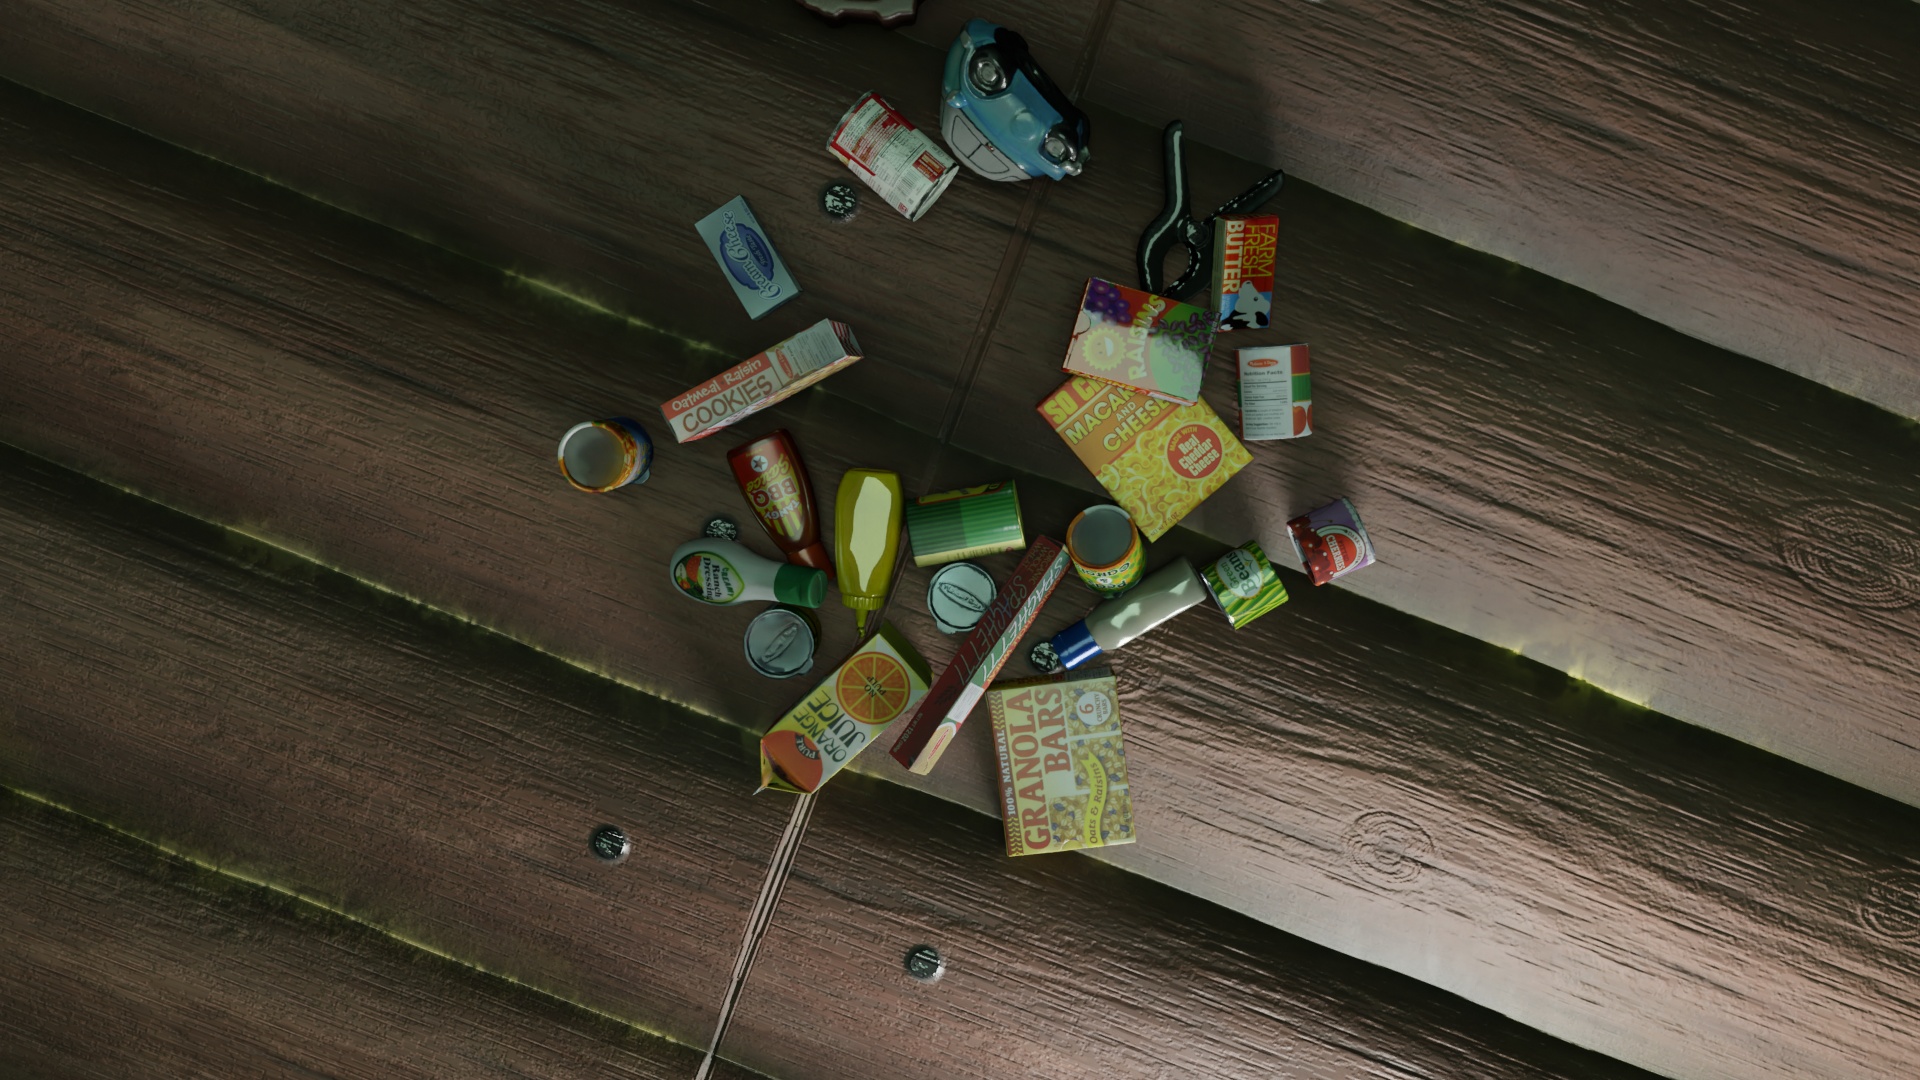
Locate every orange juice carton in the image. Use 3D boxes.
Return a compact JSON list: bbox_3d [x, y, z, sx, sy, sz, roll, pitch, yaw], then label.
[{"bbox_3d":[-0.119,0.169,1.312,0.192,0.072,0.073,-42,93,6],"label":"orange juice carton"}]

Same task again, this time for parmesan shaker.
[{"bbox_3d":[0.005,-0.016,1.283,0.103,0.071,0.071,-10,97,4],"label":"parmesan shaker"}]

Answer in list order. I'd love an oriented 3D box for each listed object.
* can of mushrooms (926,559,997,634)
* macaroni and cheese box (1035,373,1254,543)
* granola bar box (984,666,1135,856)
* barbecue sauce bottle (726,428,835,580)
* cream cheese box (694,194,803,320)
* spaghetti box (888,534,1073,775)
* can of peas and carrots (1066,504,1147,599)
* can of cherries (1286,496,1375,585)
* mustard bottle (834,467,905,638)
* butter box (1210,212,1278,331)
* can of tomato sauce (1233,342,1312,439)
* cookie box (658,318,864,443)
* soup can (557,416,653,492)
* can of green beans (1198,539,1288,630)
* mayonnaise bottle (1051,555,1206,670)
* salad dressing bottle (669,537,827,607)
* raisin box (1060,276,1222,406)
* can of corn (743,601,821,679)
[{"bbox_3d":[0.001,0.053,1.311,0.071,0.033,0.071,0,97,2],"label":"can of mushrooms"},{"bbox_3d":[0.169,-0.100,1.281,0.123,0.040,0.166,-41,94,6],"label":"macaroni and cheese box"},{"bbox_3d":[0.095,0.211,1.324,0.124,0.039,0.165,-8,96,4],"label":"granola bar box"},{"bbox_3d":[-0.162,-0.027,1.304,0.065,0.044,0.148,-22,96,8],"label":"barbecue sauce bottle"},{"bbox_3d":[-0.196,-0.261,1.286,0.053,0.024,0.103,-31,95,7],"label":"cream cheese box"},{"bbox_3d":[0.022,0.105,1.286,0.029,0.050,0.250,34,87,24],"label":"spaghetti box"},{"bbox_3d":[0.134,0.010,1.273,0.071,0.058,0.071,-7,63,14],"label":"can of peas and carrots"},{"bbox_3d":[0.339,0.002,1.271,0.058,0.071,0.071,-24,96,6],"label":"can of cherries"},{"bbox_3d":[-0.089,0.013,1.303,0.065,0.049,0.160,6,98,2],"label":"mustard bottle"},{"bbox_3d":[0.255,-0.241,1.250,0.053,0.024,0.103,-6,112,-15],"label":"butter box"},{"bbox_3d":[0.285,-0.136,1.260,0.071,0.071,0.083,-4,98,3],"label":"can of tomato sauce"},{"bbox_3d":[-0.176,-0.144,1.249,0.167,0.123,0.040,-26,95,6],"label":"cookie box"},{"bbox_3d":[-0.325,-0.078,1.284,0.071,0.084,0.071,0,98,2],"label":"soup can"},{"bbox_3d":[0.261,0.041,1.281,0.058,0.071,0.071,-31,95,6],"label":"can of green beans"},{"bbox_3d":[0.156,0.069,1.294,0.148,0.065,0.041,-32,103,10],"label":"mayonnaise bottle"},{"bbox_3d":[-0.196,0.034,1.289,0.148,0.044,0.064,8,112,21],"label":"salad dressing bottle"},{"bbox_3d":[0.159,-0.175,1.233,0.123,0.040,0.086,16,92,-2],"label":"raisin box"},{"bbox_3d":[-0.165,0.094,1.311,0.071,0.058,0.071,0,97,3],"label":"can of corn"}]
